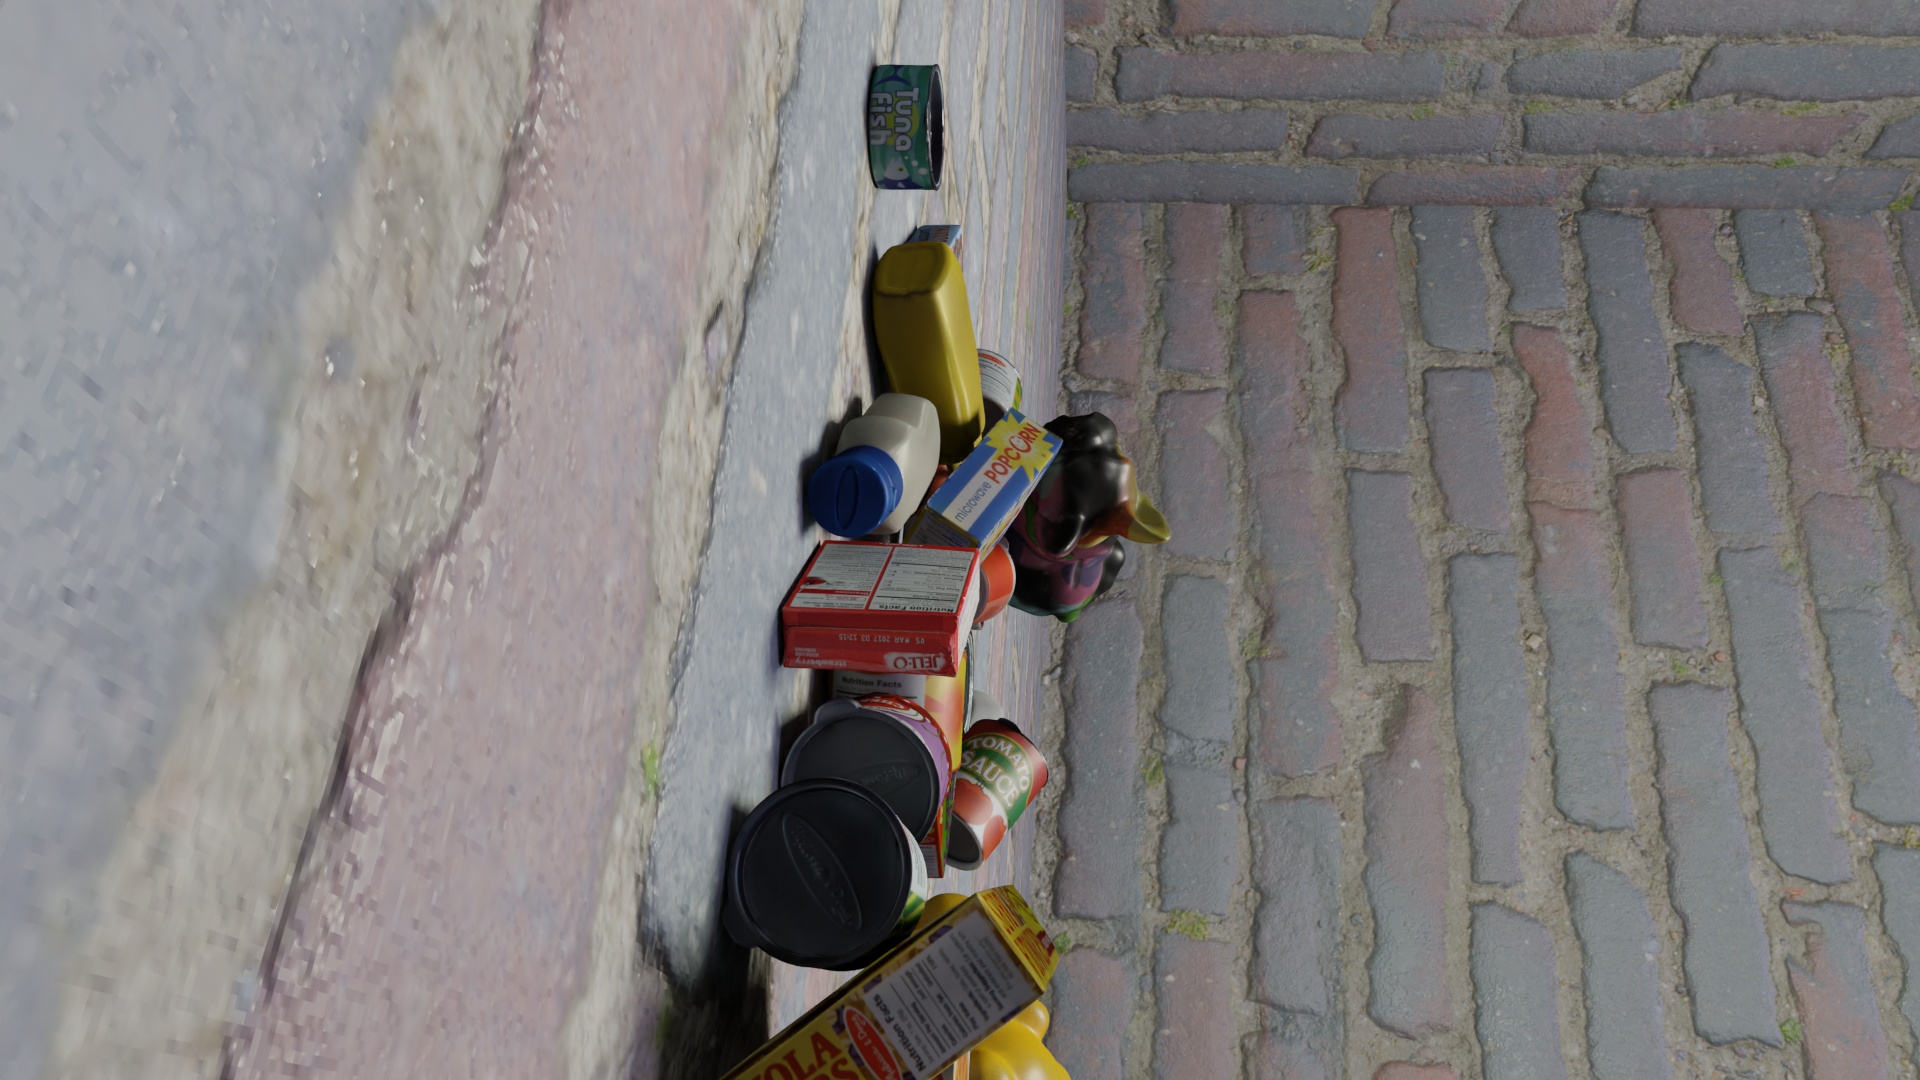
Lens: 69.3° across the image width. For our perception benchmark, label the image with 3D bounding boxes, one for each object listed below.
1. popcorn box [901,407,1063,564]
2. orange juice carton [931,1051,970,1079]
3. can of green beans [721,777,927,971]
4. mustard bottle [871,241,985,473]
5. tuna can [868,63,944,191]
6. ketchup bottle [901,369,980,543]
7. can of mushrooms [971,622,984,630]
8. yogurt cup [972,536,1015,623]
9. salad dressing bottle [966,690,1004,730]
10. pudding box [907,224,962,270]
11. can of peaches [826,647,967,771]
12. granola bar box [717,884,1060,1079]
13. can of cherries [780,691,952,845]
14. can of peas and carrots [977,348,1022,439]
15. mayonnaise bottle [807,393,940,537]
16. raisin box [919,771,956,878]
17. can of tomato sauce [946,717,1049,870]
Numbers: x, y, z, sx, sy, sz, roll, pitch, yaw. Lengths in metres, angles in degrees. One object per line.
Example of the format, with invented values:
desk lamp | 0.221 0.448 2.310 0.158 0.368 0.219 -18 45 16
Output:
popcorn box | 0.003 -0.010 0.771 0.084 0.038 0.127 -59 175 38
orange juice carton | -0.038 0.322 0.646 0.073 0.072 0.193 69 24 -74
can of green beans | -0.048 0.126 0.517 0.057 0.071 0.071 78 15 -70
mustard bottle | -0.014 -0.091 0.793 0.066 0.049 0.159 -78 163 -44
tuna can | -0.028 -0.221 0.745 0.071 0.033 0.071 -2 93 -84
ketchup bottle | -0.015 -0.045 0.875 0.064 0.043 0.149 46 46 -64
can of mushrooms | 0.002 0.041 1.119 0.071 0.033 0.071 -2 94 -84
yogurt cup | 0.000 0.028 0.953 0.054 0.072 0.072 -29 122 -74
salad dressing bottle | -0.003 0.175 1.038 0.064 0.044 0.148 -53 -170 35
pudding box | -0.017 -0.169 0.881 0.084 0.030 0.049 -74 164 -67
can of peaches | -0.030 0.078 0.660 0.071 0.071 0.058 6 87 -84
granola bar box | -0.026 0.174 0.495 0.039 0.124 0.165 53 -4 14
can of cherries | -0.039 0.098 0.595 0.058 0.071 0.071 -8 100 -84
can of peas and carrots | 0.008 -0.091 0.980 0.059 0.071 0.070 -79 169 -53
mayonnaise bottle | -0.040 -0.033 0.667 0.148 0.041 0.064 -57 155 -77
raisin box | -0.027 0.137 0.843 0.122 0.040 0.086 87 8 -48
can of tomato sauce | 0.012 0.173 0.952 0.083 0.071 0.070 -45 146 -38
